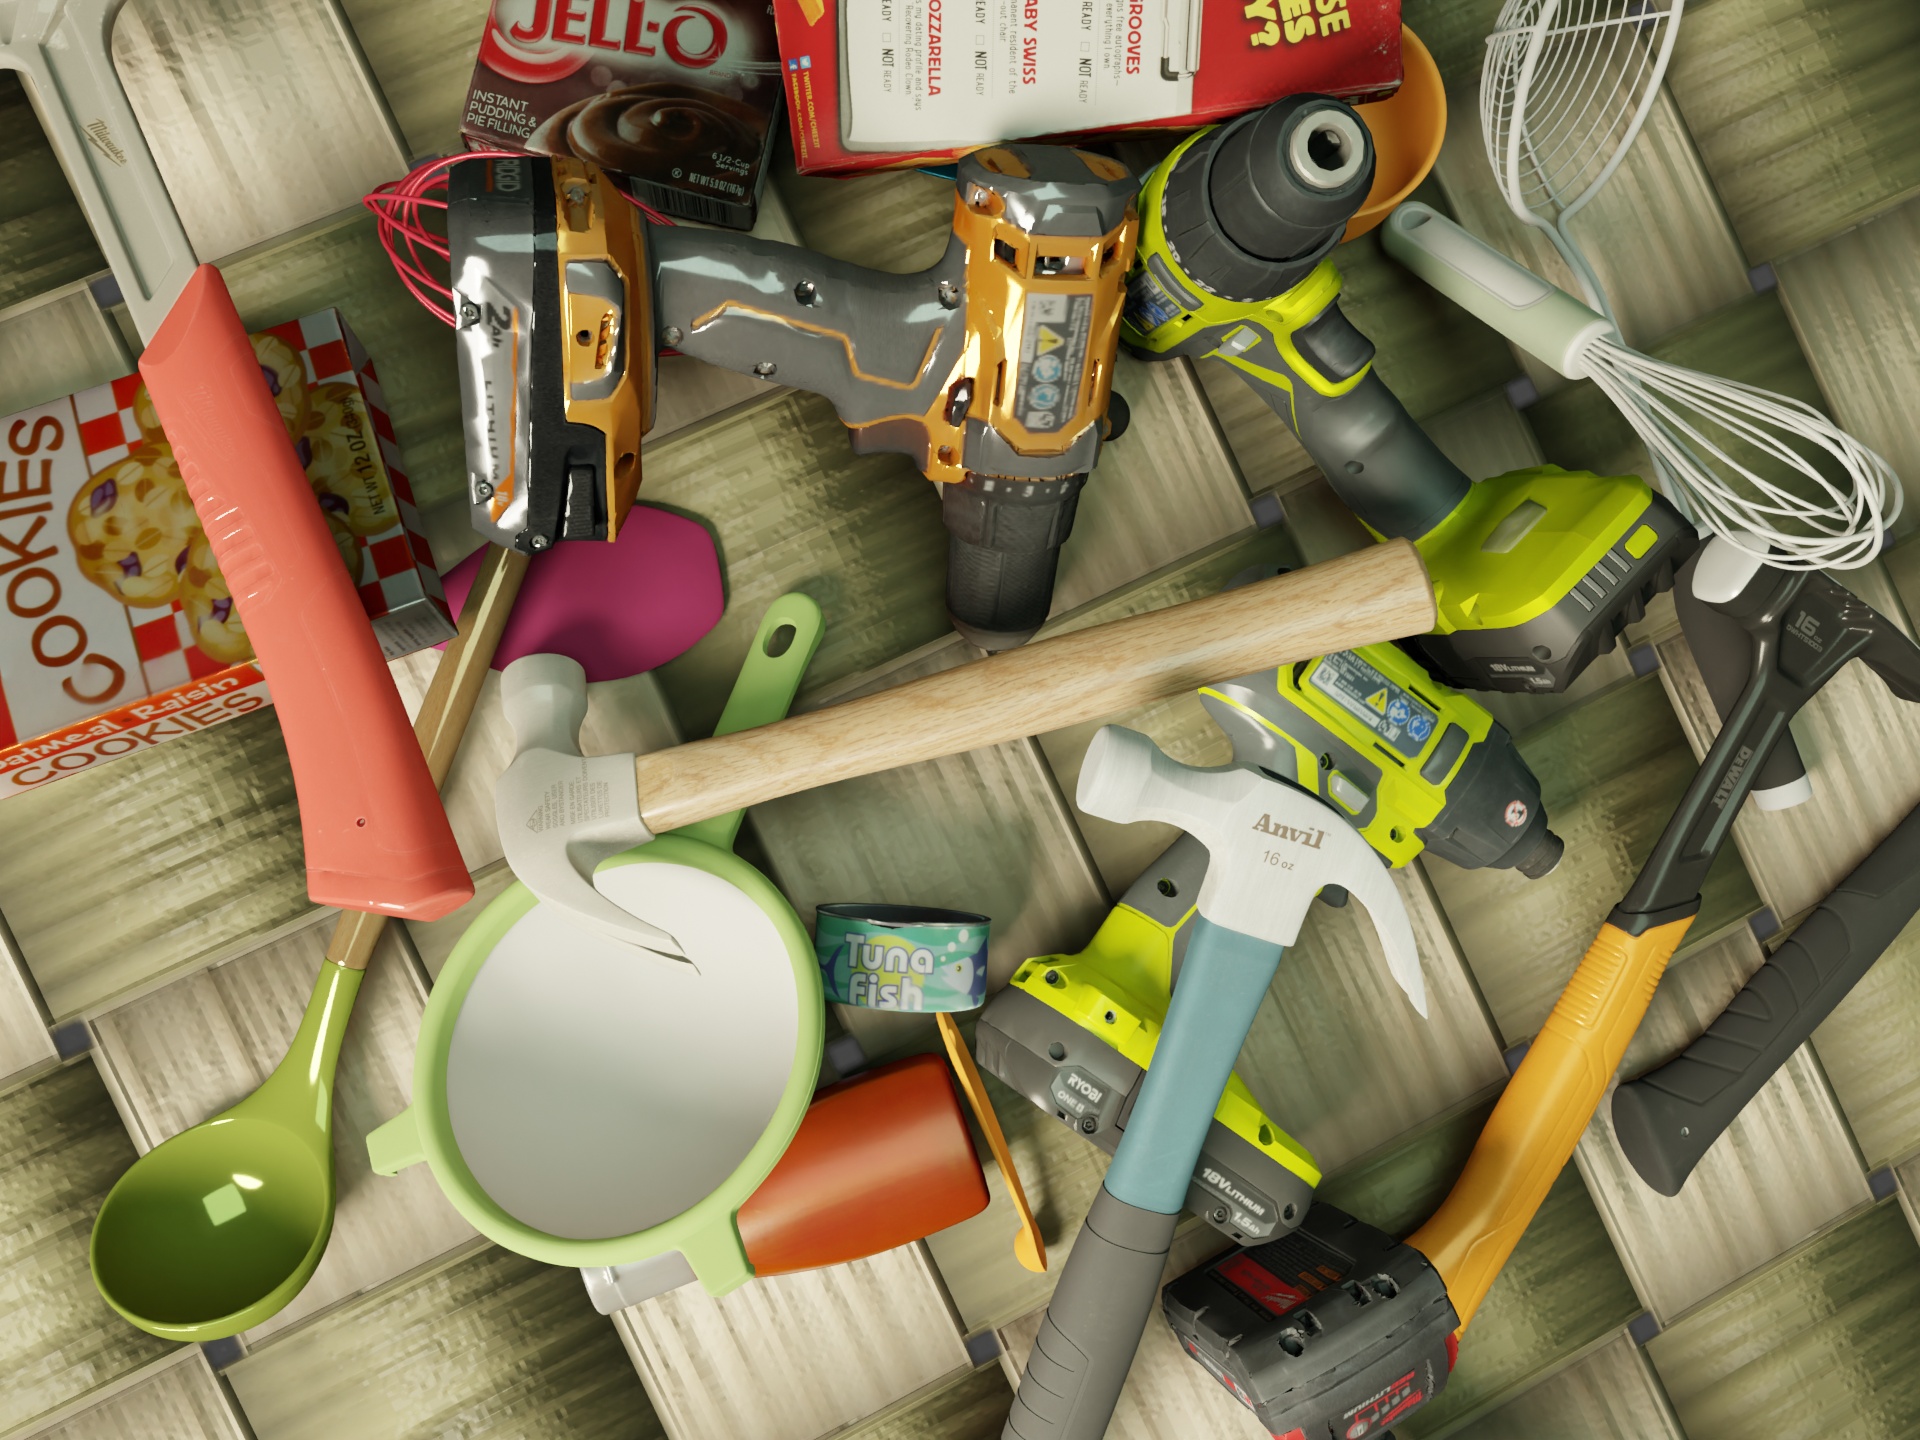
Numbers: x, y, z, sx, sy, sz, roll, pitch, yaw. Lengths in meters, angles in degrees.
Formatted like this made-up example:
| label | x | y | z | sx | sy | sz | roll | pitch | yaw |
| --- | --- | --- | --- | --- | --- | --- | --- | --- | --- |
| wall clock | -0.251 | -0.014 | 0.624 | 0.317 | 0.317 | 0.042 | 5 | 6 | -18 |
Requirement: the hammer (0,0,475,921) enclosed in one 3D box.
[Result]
| label | x | y | z | sx | sy | sz | roll | pitch | yaw |
| --- | --- | --- | --- | --- | --- | --- | --- | --- | --- |
| hammer | -0.234 | -0.103 | 0.522 | 0.149 | 0.036 | 0.359 | -25 | 81 | -10 |

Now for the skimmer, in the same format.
| label | x | y | z | sx | sy | sz | roll | pitch | yaw |
| --- | --- | --- | --- | --- | --- | --- | --- | --- | --- |
| skimmer | 0.299 | -0.139 | 0.638 | 0.127 | 0.090 | 0.363 | -24 | 94 | -40 |

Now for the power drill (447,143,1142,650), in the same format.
| label | x | y | z | sx | sy | sz | roll | pitch | yaw |
| --- | --- | --- | --- | --- | --- | --- | --- | --- | --- |
| power drill | -0.055 | -0.106 | 0.557 | 0.226 | 0.084 | 0.185 | -3 | 124 | -14 |

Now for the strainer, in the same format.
| label | x | y | z | sx | sy | sz | roll | pitch | yaw |
| --- | --- | --- | --- | --- | --- | --- | --- | --- | --- |
| strainer | -0.096 | 0.075 | 0.590 | 0.151 | 0.069 | 0.256 | 11 | 66 | 20 |

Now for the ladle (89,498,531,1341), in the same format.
| label | x | y | z | sx | sy | sz | roll | pitch | yaw |
| --- | --- | --- | --- | --- | --- | --- | --- | --- | --- |
| ladle | -0.214 | 0.061 | 0.564 | 0.078 | 0.062 | 0.320 | 20 | 86 | 11 |

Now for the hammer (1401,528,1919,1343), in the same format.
| label | x | y | z | sx | sy | sz | roll | pitch | yaw |
| --- | --- | --- | --- | --- | --- | --- | --- | --- | --- |
| hammer | 0.268 | 0.099 | 0.630 | 0.127 | 0.034 | 0.337 | 29 | 92 | -19 |

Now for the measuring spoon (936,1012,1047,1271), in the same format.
| label | x | y | z | sx | sy | sz | roll | pitch | yaw |
| --- | --- | --- | --- | --- | --- | --- | --- | --- | --- |
| measuring spoon | 0.010 | 0.161 | 0.609 | 0.011 | 0.021 | 0.117 | -19 | 102 | 8 |

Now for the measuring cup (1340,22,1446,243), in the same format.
| label | x | y | z | sx | sy | sz | roll | pitch | yaw |
| --- | --- | --- | --- | --- | --- | --- | --- | --- | --- |
| measuring cup | 0.101 | -0.238 | 0.635 | 0.173 | 0.052 | 0.095 | 5 | 86 | -1 |

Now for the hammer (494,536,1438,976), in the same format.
| label | x | y | z | sx | sy | sz | roll | pitch | yaw |
| --- | --- | --- | --- | --- | --- | --- | --- | --- | --- |
| hammer | -0.001 | -0.002 | 0.550 | 0.331 | 0.031 | 0.130 | -15 | 58 | 4 |

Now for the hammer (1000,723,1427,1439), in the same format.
| label | x | y | z | sx | sy | sz | roll | pitch | yaw |
| --- | --- | --- | --- | --- | --- | --- | --- | --- | --- |
| hammer | 0.056 | 0.172 | 0.540 | 0.128 | 0.033 | 0.331 | 17 | 102 | -5 |

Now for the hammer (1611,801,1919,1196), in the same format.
| label | x | y | z | sx | sy | sz | roll | pitch | yaw |
| --- | --- | --- | --- | --- | --- | --- | --- | --- | --- |
| hammer | 0.399 | 0.071 | 0.672 | 0.335 | 0.035 | 0.146 | -44 | 93 | -8 |

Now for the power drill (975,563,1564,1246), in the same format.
| label | x | y | z | sx | sy | sz | roll | pitch | yaw |
| --- | --- | --- | --- | --- | --- | --- | --- | --- | --- |
| power drill | 0.123 | 0.075 | 0.611 | 0.171 | 0.080 | 0.223 | 36 | 80 | -10 |

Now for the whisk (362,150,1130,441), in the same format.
| label | x | y | z | sx | sy | sz | roll | pitch | yaw |
| --- | --- | --- | --- | --- | --- | --- | --- | --- | --- |
| whisk | -0.074 | -0.151 | 0.601 | 0.295 | 0.073 | 0.073 | 13 | 86 | -13 |

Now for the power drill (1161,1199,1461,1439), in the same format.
| label | x | y | z | sx | sy | sz | roll | pitch | yaw |
| --- | --- | --- | --- | --- | --- | --- | --- | --- | --- |
| power drill | 0.166 | 0.298 | 0.575 | 0.078 | 0.143 | 0.219 | -26 | 89 | -11 |

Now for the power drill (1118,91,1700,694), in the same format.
| label | x | y | z | sx | sy | sz | roll | pitch | yaw |
| --- | --- | --- | --- | --- | --- | --- | --- | --- | --- |
| power drill | 0.149 | -0.116 | 0.568 | 0.228 | 0.190 | 0.080 | 45 | 86 | -9 |

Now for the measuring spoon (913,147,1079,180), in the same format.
| label | x | y | z | sx | sy | sz | roll | pitch | yaw |
| --- | --- | --- | --- | --- | --- | --- | --- | --- | --- |
| measuring spoon | -0.007 | -0.225 | 0.637 | 0.128 | 0.021 | 0.042 | 21 | 96 | 2 |

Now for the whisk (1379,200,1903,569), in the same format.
| label | x | y | z | sx | sy | sz | roll | pitch | yaw |
| --- | --- | --- | --- | --- | --- | --- | --- | --- | --- |
| whisk | 0.237 | -0.133 | 0.586 | 0.058 | 0.059 | 0.247 | -34 | 51 | -5 |

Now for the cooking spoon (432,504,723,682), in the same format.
| label | x | y | z | sx | sy | sz | roll | pitch | yaw |
| --- | --- | --- | --- | --- | --- | --- | --- | --- | --- |
| cooking spoon | -0.247 | -0.030 | 0.589 | 0.319 | 0.017 | 0.069 | -10 | 89 | -10 |
